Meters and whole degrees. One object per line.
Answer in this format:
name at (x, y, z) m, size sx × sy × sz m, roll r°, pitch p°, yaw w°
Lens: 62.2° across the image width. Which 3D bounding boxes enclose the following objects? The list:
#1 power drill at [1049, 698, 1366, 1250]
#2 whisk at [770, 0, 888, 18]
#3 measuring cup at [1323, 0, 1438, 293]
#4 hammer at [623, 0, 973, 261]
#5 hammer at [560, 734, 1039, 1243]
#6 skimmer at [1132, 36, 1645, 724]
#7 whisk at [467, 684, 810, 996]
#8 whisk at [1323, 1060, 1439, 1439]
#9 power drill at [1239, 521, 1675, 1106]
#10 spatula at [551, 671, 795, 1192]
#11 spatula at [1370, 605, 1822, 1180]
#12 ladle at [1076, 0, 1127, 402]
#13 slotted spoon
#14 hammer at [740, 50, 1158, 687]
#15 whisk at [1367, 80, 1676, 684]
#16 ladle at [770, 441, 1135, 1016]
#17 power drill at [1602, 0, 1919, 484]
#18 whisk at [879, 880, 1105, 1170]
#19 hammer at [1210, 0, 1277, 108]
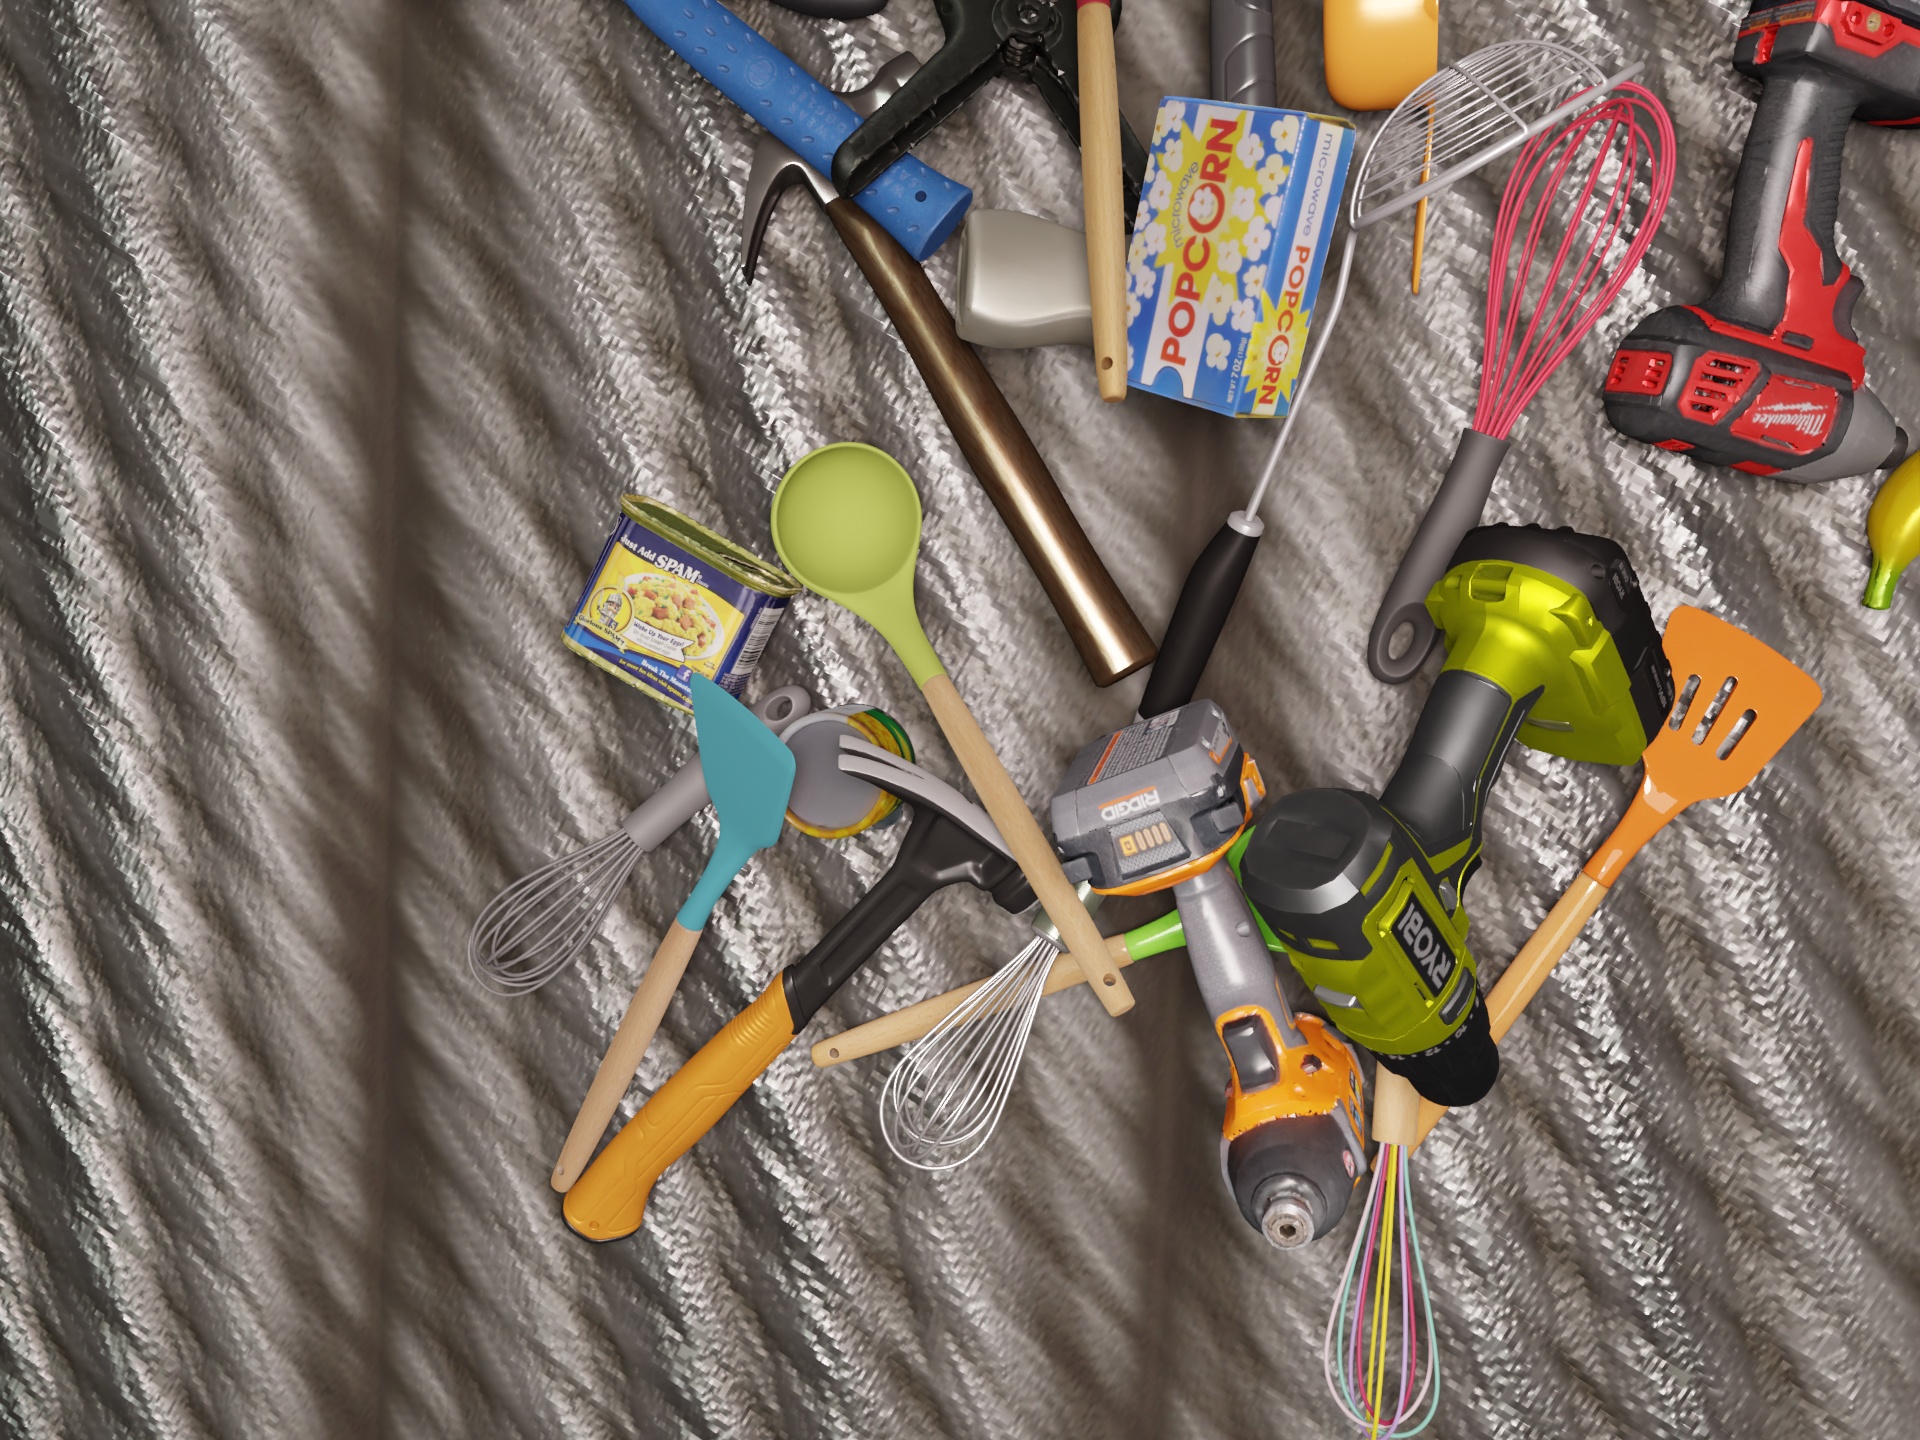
power drill at (0.120, 0.117, 0.717) m, size 0.084 × 0.164 × 0.226 m, roll -21°, pitch 98°, yaw 17°
whisk at (-0.176, -0.394, 0.817) m, size 0.284 × 0.070 × 0.070 m, roll 11°, pitch 96°, yaw 4°
measuring cup at (0.198, -0.291, 0.755) m, size 0.052 × 0.095 × 0.173 m, roll 3°, pitch 113°, yaw 15°
hammer at (-0.167, -0.361, 0.773) m, size 0.405 × 0.035 × 0.144 m, roll 39°, pitch 85°, yaw 1°
hammer at (-0.107, 0.156, 0.822) m, size 0.127 × 0.034 × 0.337 m, roll 35°, pitch 110°, yaw -20°
skimmer at (0.182, -0.134, 0.732) m, size 0.090 × 0.127 × 0.363 m, roll 25°, pitch 115°, yaw 8°
whisk at (-0.171, 0.063, 0.853) m, size 0.239 × 0.055 × 0.055 m, roll -41°, pitch 87°, yaw 6°
whisk at (0.212, 0.229, 0.778) m, size 0.051 × 0.047 × 0.245 m, roll 0°, pitch 79°, yaw 39°
power drill at (0.228, 0.045, 0.705) m, size 0.228 × 0.080 × 0.190 m, roll -54°, pitch 128°, yaw -20°
spatula at (-0.162, 0.127, 0.836) m, size 0.082 × 0.044 × 0.317 m, roll 38°, pitch 111°, yaw 29°
spatula at (0.298, 0.097, 0.786) m, size 0.081 × 0.041 × 0.322 m, roll 33°, pitch 103°, yaw 7°
ladle at (0.061, -0.298, 0.724) m, size 0.069 × 0.031 × 0.315 m, roll -6°, pitch 82°, yaw 25°
slotted spoon at (0.063, 0.124, 0.826) m, size 0.314 × 0.031 × 0.070 m, roll -22°, pitch 90°, yaw 13°
hammer at (-0.001, -0.165, 0.797) m, size 0.130 × 0.031 × 0.331 m, roll -30°, pitch 87°, yaw -1°
whisk at (0.259, -0.155, 0.759) m, size 0.073 × 0.073 × 0.295 m, roll 21°, pitch 104°, yaw 8°
ladle at (-0.001, -0.002, 0.764) m, size 0.078 × 0.062 × 0.320 m, roll -26°, pitch 67°, yaw -9°
power drill at (0.391, -0.217, 0.713) m, size 0.143 × 0.079 × 0.219 m, roll 13°, pitch 102°, yaw -12°
whisk at (0.041, 0.117, 0.798) m, size 0.059 × 0.058 × 0.246 m, roll 35°, pitch 83°, yaw -3°
hammer at (0.124, -0.342, 0.733) m, size 0.146 × 0.035 × 0.335 m, roll 2°, pitch 96°, yaw 51°
